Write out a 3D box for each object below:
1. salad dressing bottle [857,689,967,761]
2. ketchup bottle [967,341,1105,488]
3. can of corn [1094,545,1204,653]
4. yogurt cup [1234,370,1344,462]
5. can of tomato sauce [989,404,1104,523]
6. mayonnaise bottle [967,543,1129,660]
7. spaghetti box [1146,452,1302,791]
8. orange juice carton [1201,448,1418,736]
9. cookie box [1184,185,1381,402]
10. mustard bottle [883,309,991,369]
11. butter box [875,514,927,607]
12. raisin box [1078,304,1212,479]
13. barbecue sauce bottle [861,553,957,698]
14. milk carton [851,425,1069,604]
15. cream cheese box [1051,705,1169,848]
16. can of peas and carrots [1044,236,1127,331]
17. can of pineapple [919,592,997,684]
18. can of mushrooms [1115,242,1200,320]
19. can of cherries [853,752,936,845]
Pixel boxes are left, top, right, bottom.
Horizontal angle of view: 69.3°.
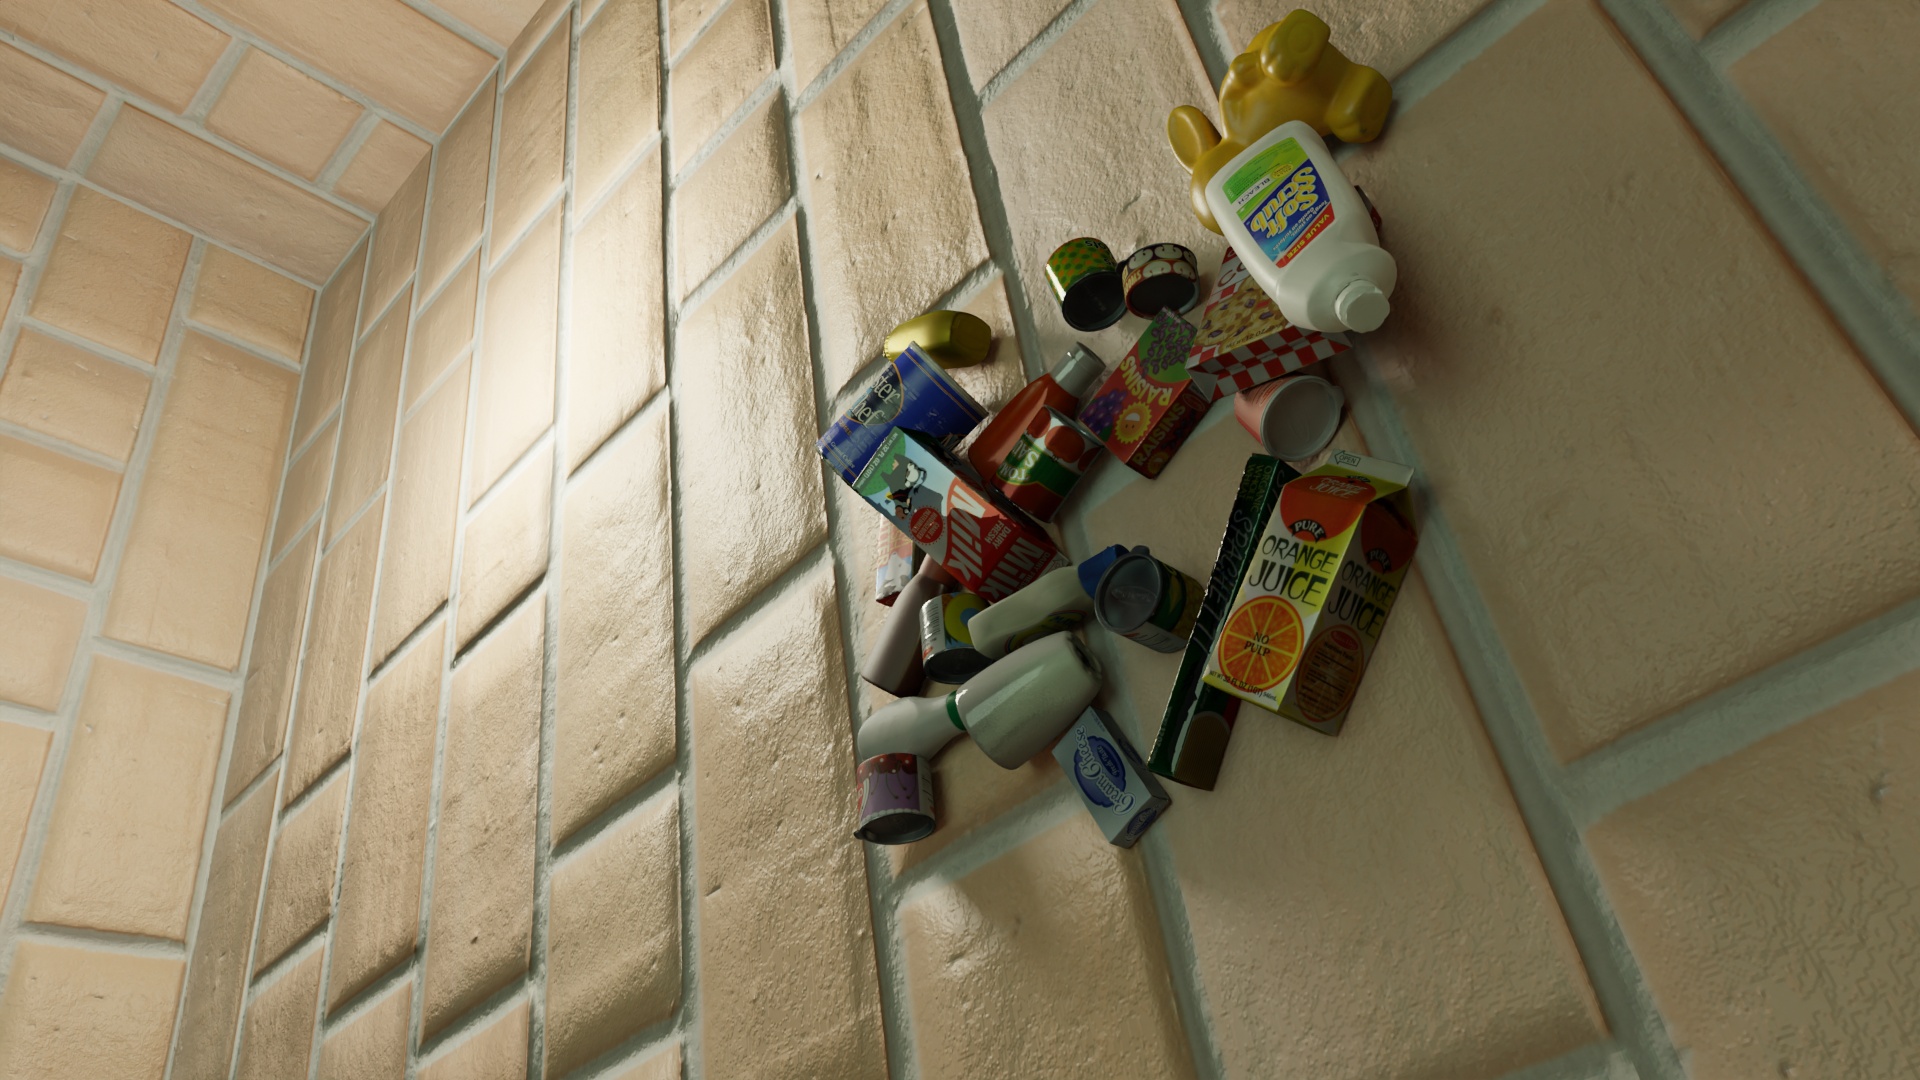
[{"bbox_3d":[-0.026,0.161,1.223,0.147,0.044,0.064,-27,50,36],"label":"salad dressing bottle"},{"bbox_3d":[0.070,-0.114,1.266,0.148,0.043,0.065,-49,43,18],"label":"ketchup bottle"},{"bbox_3d":[0.149,0.046,1.077,0.071,0.058,0.071,-25,52,38],"label":"can of corn"},{"bbox_3d":[0.243,-0.099,1.049,0.072,0.072,0.054,-56,31,10],"label":"yogurt cup"},{"bbox_3d":[0.074,-0.068,1.215,0.083,0.071,0.071,-55,40,11],"label":"can of tomato sauce"},{"bbox_3d":[0.079,0.052,1.152,0.147,0.065,0.041,-32,60,29],"label":"mayonnaise bottle"},{"bbox_3d":[0.199,0.058,1.021,0.028,0.050,0.250,11,78,49],"label":"spaghetti box"},{"bbox_3d":[0.250,0.029,0.962,0.072,0.073,0.192,19,84,51],"label":"orange juice carton"},{"bbox_3d":[0.249,-0.191,1.064,0.122,0.040,0.168,-20,33,40],"label":"cookie box"},{"bbox_3d":[-0.036,-0.202,1.420,0.160,0.065,0.049,2,76,53],"label":"mustard bottle"},{"bbox_3d":[-0.055,0.010,1.354,0.053,0.024,0.104,-22,54,39],"label":"butter box"},{"bbox_3d":[0.166,-0.125,1.168,0.123,0.040,0.086,-52,41,12],"label":"raisin box"},{"bbox_3d":[-0.038,0.071,1.286,0.065,0.043,0.148,20,85,50],"label":"barbecue sauce bottle"},{"bbox_3d":[0.004,-0.015,1.228,0.191,0.073,0.072,41,103,17],"label":"milk carton"},{"bbox_3d":[0.114,0.181,1.069,0.053,0.024,0.104,-53,40,16],"label":"cream cheese box"},{"bbox_3d":[0.117,-0.235,1.262,0.070,0.071,0.059,-43,43,24],"label":"can of peas and carrots"},{"bbox_3d":[0.000,0.086,1.219,0.070,0.071,0.058,-32,48,33],"label":"can of pineapple"},{"bbox_3d":[0.170,-0.221,1.193,0.071,0.071,0.033,-29,52,36],"label":"can of mushrooms"},{"bbox_3d":[-0.059,0.224,1.203,0.071,0.071,0.058,-33,48,33],"label":"can of cherries"}]
